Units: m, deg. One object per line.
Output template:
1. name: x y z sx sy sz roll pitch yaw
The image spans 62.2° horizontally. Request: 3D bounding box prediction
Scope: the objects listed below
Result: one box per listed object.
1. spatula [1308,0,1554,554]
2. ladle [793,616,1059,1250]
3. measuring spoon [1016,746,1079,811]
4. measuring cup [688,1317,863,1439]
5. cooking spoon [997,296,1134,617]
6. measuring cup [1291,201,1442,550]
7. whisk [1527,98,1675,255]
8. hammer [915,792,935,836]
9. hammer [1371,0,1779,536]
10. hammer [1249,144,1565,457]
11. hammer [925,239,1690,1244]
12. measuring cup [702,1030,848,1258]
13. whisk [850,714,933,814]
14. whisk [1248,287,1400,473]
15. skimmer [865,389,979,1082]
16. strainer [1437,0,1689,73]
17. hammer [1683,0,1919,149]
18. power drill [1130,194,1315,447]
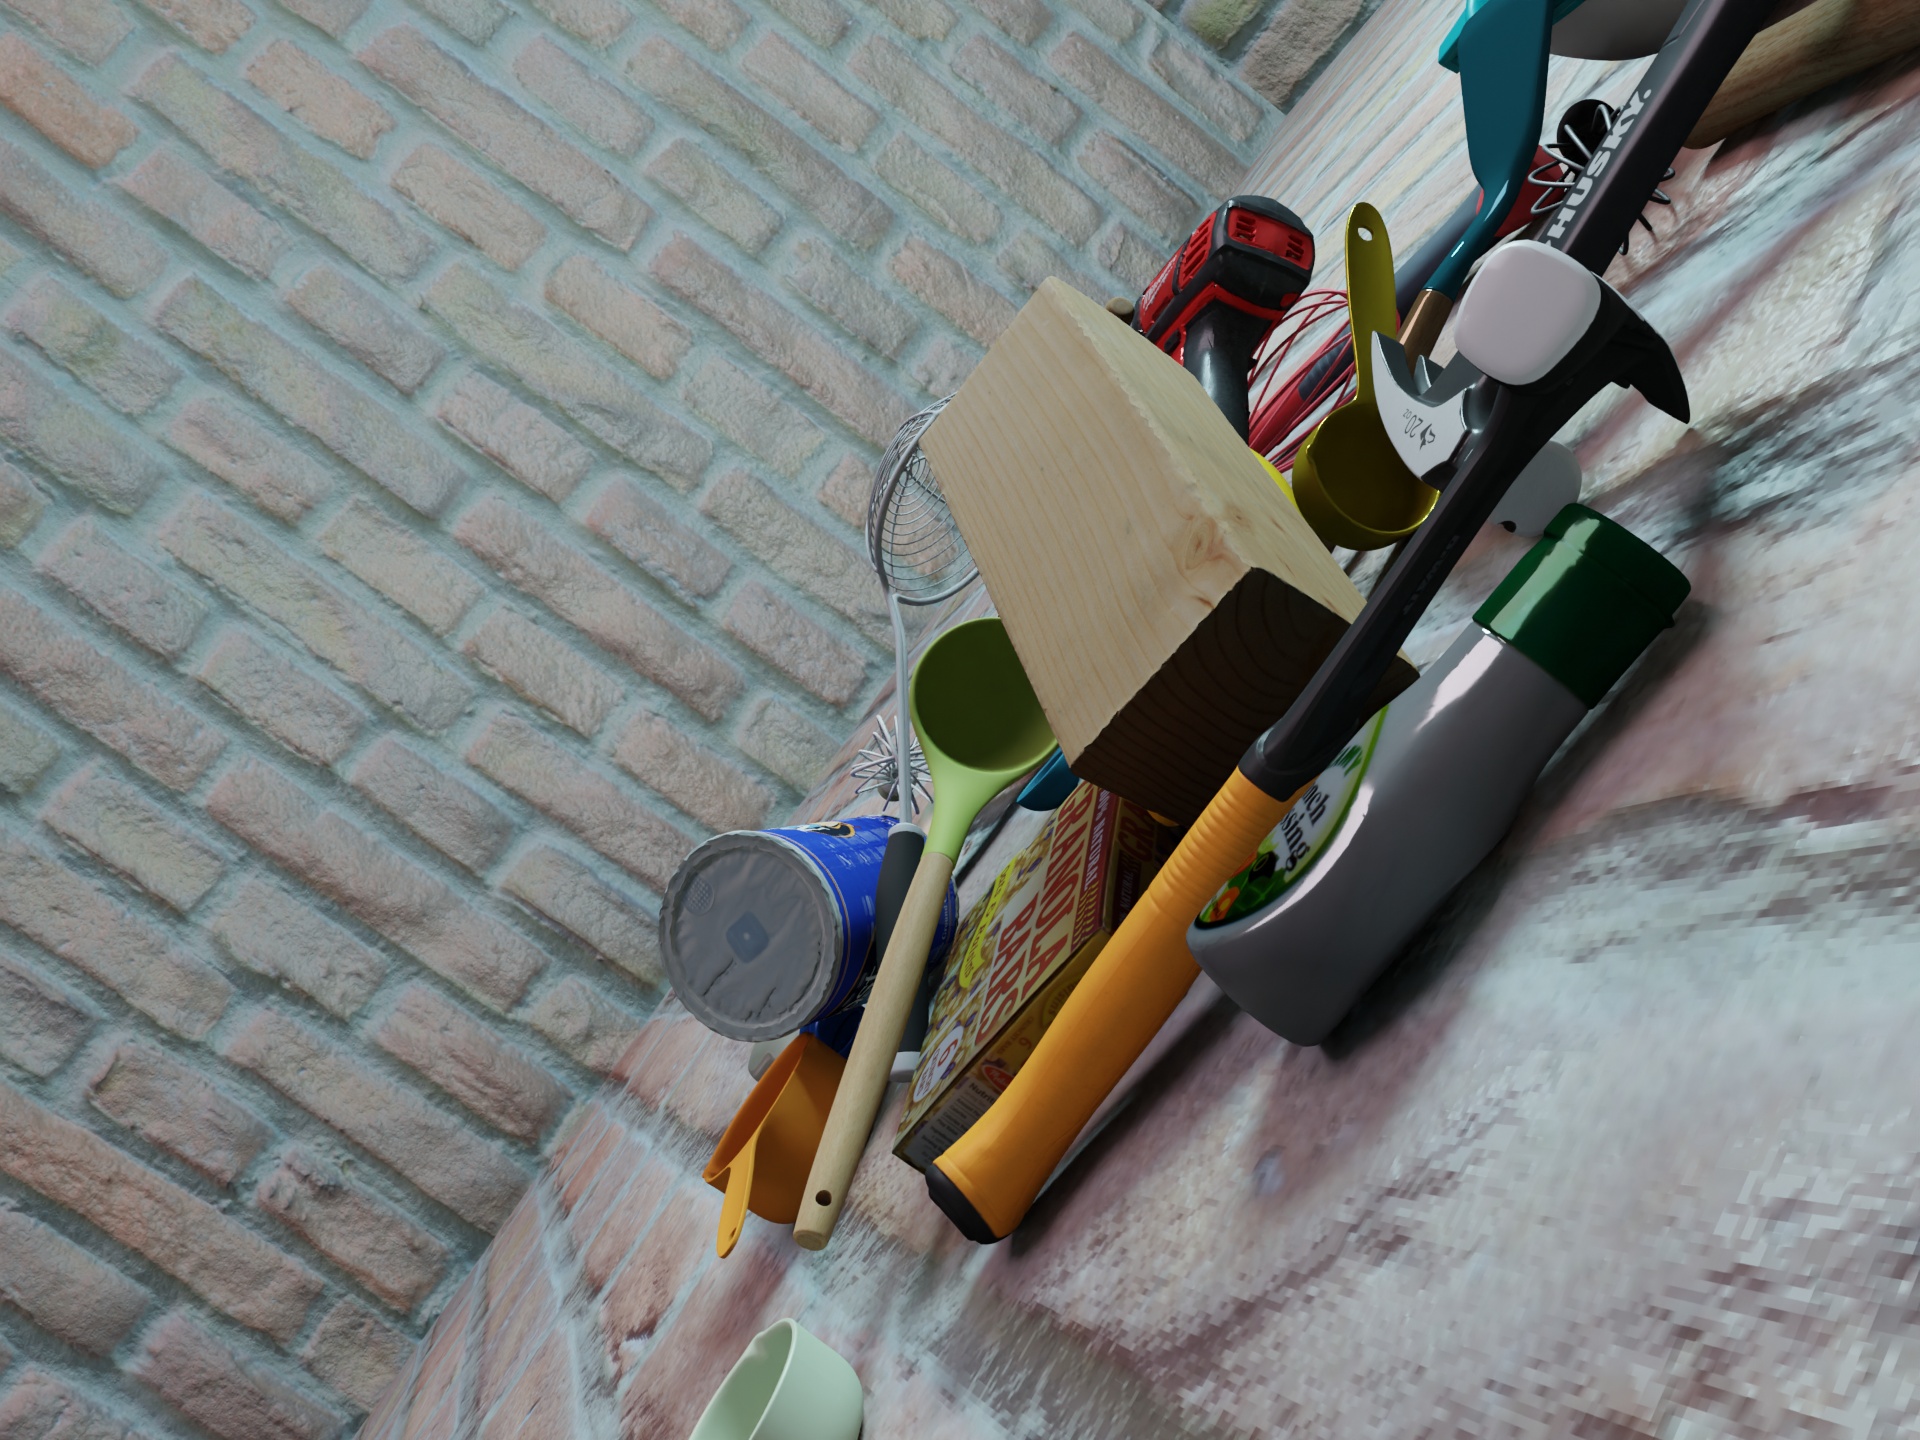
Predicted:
1. spatula: 0.184 -0.164 0.684 0.317 0.044 0.082 -64 11 -1
2. ladle: -0.014 0.071 0.662 0.320 0.078 0.062 -70 -4 -47
3. measuring spoon: 0.073 0.012 0.894 0.129 0.021 0.042 -47 1 -43
4. measuring cup: -0.089 0.277 0.543 0.167 0.038 0.083 -53 6 19
5. cooking spoon: 0.051 -0.125 0.893 0.318 0.017 0.069 110 177 -62
6. measuring cup: 0.162 -0.141 0.649 0.029 0.062 0.157 130 146 -64
7. whisk: 0.270 -0.240 0.676 0.055 0.055 0.239 -50 3 32
8. hammer: 0.048 -0.039 0.974 0.410 0.038 0.146 -61 5 4
9. hammer: 0.241 -0.225 0.508 0.334 0.035 0.146 -61 15 19
10. hammer: 0.208 -0.202 0.934 0.143 0.038 0.386 -56 7 -35
11. hammer: 0.089 0.026 0.470 0.127 0.034 0.336 1 -54 -56
12. measuring cup: -0.081 0.214 0.749 0.095 0.052 0.174 -52 9 10
13. whisk: -0.039 0.032 0.963 0.058 0.059 0.246 -22 -4 -5
14. whisk: 0.152 -0.137 0.898 0.073 0.073 0.295 -58 2 -36
15. skimmer: -0.001 -0.003 0.809 0.127 0.090 0.364 51 -147 -60
16. strainer: 0.335 -0.355 0.627 0.211 0.095 0.340 -60 14 6
17. hammer: 0.292 -0.217 0.444 0.130 0.031 0.331 -53 6 5
18. power drill: 0.109 -0.133 0.782 0.143 0.078 0.220 139 145 -63
